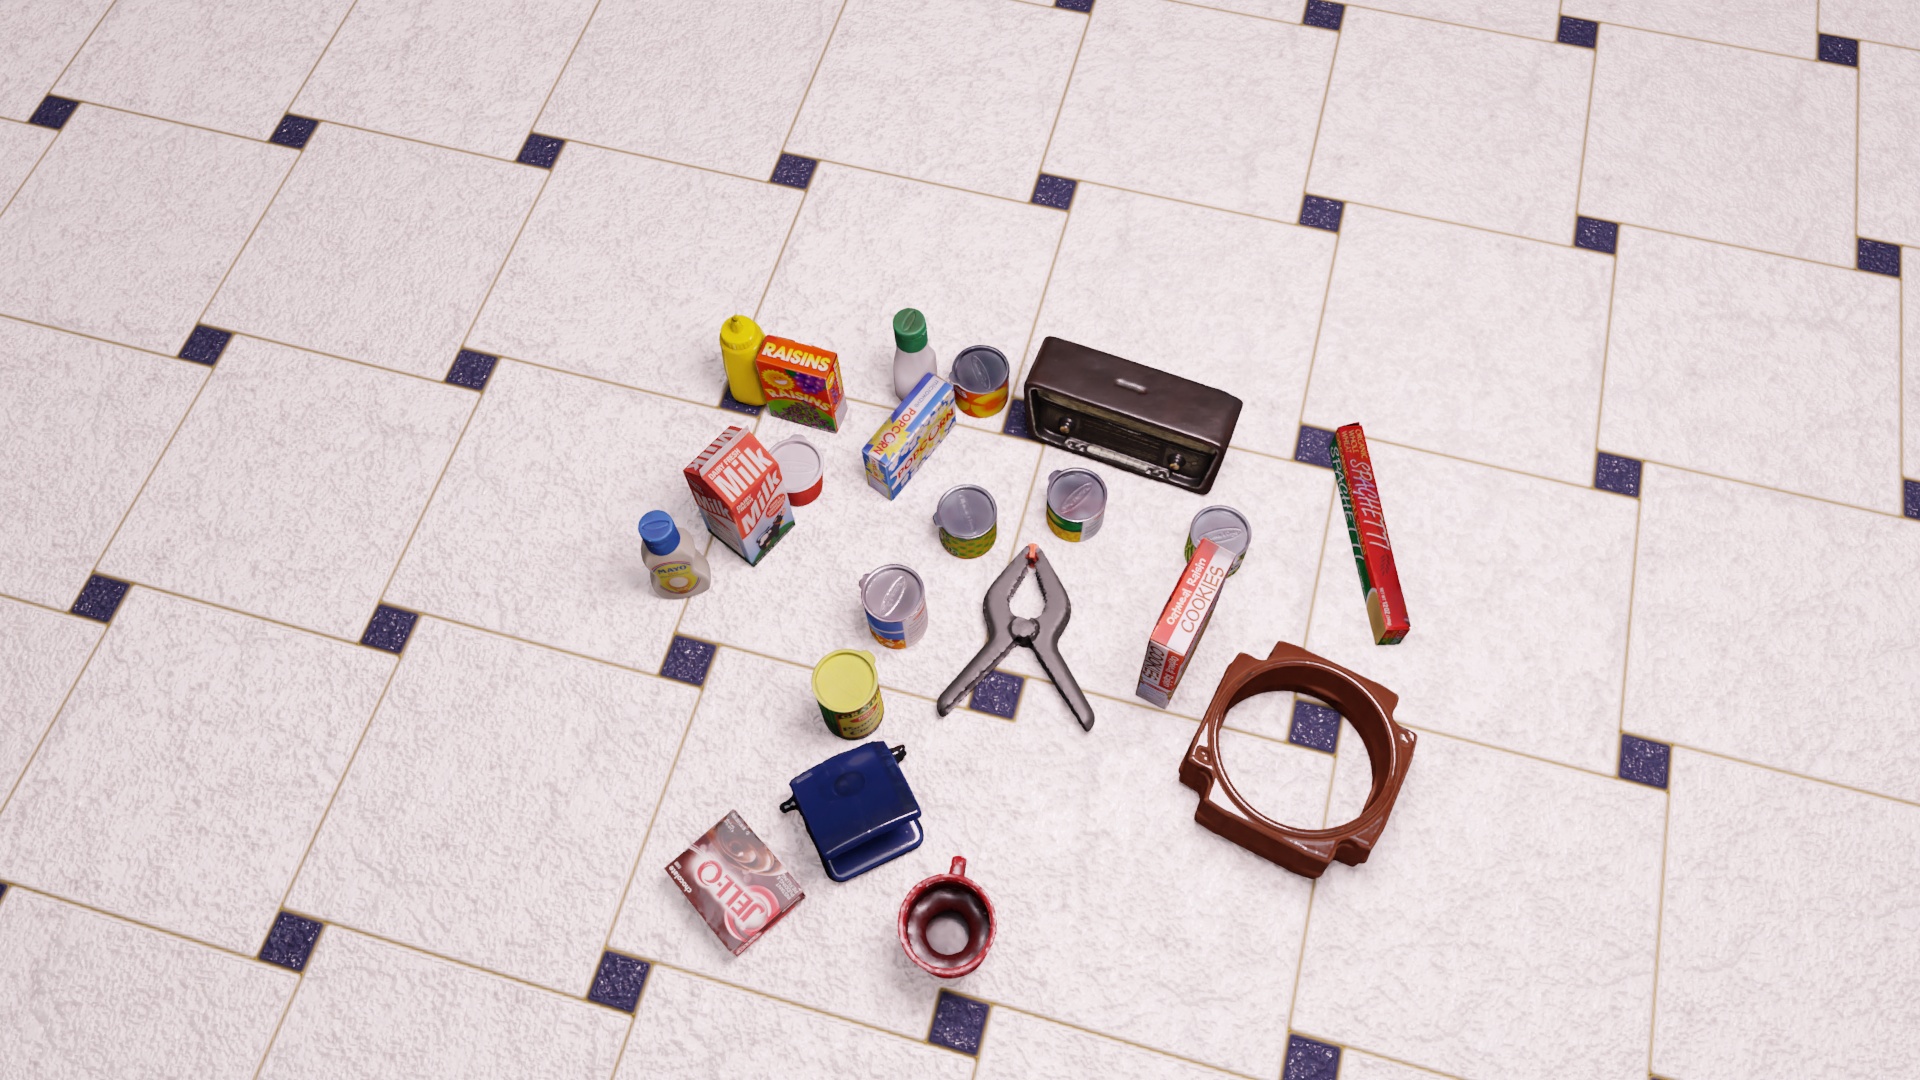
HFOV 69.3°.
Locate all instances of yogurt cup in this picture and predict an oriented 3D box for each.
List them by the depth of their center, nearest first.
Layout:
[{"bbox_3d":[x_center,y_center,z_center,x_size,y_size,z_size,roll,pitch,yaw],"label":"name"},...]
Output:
[{"bbox_3d":[-0.184,-0.074,1.558,0.072,0.053,0.072,-1,65,1],"label":"yogurt cup"}]

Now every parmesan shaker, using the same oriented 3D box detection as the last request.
[{"bbox_3d":[-0.111,0.158,1.420,0.071,0.102,0.071,-1,65,1],"label":"parmesan shaker"}]

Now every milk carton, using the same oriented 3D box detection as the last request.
[{"bbox_3d":[-0.236,-0.054,1.475,0.073,0.189,0.072,37,71,17],"label":"milk carton"}]

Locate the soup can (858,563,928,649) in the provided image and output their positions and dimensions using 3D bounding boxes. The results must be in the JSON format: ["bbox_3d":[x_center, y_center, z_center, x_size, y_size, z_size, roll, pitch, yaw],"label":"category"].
[{"bbox_3d":[-0.071,0.070,1.471,0.071,0.083,0.071,-1,65,1],"label":"soup can"}]

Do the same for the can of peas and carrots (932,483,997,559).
[{"bbox_3d":[0.005,-0.019,1.525,0.071,0.058,0.071,-1,65,1],"label":"can of peas and carrots"}]

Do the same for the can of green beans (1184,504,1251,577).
[{"bbox_3d":[0.279,0.003,1.508,0.071,0.057,0.071,-1,65,1],"label":"can of green beans"}]

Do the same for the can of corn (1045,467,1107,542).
[{"bbox_3d":[0.125,-0.040,1.532,0.071,0.058,0.071,-1,65,1],"label":"can of corn"}]

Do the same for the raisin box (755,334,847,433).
[{"bbox_3d":[-0.177,-0.176,1.568,0.086,0.123,0.040,16,67,9],"label":"raisin box"}]

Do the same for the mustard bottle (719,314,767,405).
[{"bbox_3d":[-0.243,-0.213,1.567,0.049,0.159,0.065,6,65,4],"label":"mustard bottle"}]

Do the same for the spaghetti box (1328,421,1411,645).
[{"bbox_3d":[0.444,-0.010,1.514,0.029,0.050,0.251,-5,65,-1],"label":"spaghetti box"}]

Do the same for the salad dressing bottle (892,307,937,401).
[{"bbox_3d":[-0.053,-0.207,1.567,0.044,0.147,0.064,22,68,11],"label":"salad dressing bottle"}]

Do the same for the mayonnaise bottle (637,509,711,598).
[{"bbox_3d":[-0.307,0.016,1.468,0.065,0.147,0.041,-11,65,-3],"label":"mayonnaise bottle"}]

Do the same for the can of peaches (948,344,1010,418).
[{"bbox_3d":[0.021,-0.182,1.602,0.071,0.057,0.071,-1,65,1],"label":"can of peaches"}]

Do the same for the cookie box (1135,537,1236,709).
[{"bbox_3d":[0.225,0.087,1.410,0.040,0.166,0.123,26,68,13],"label":"cookie box"}]

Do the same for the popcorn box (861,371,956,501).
[{"bbox_3d":[-0.056,-0.117,1.558,0.038,0.085,0.127,33,70,15],"label":"popcorn box"}]
